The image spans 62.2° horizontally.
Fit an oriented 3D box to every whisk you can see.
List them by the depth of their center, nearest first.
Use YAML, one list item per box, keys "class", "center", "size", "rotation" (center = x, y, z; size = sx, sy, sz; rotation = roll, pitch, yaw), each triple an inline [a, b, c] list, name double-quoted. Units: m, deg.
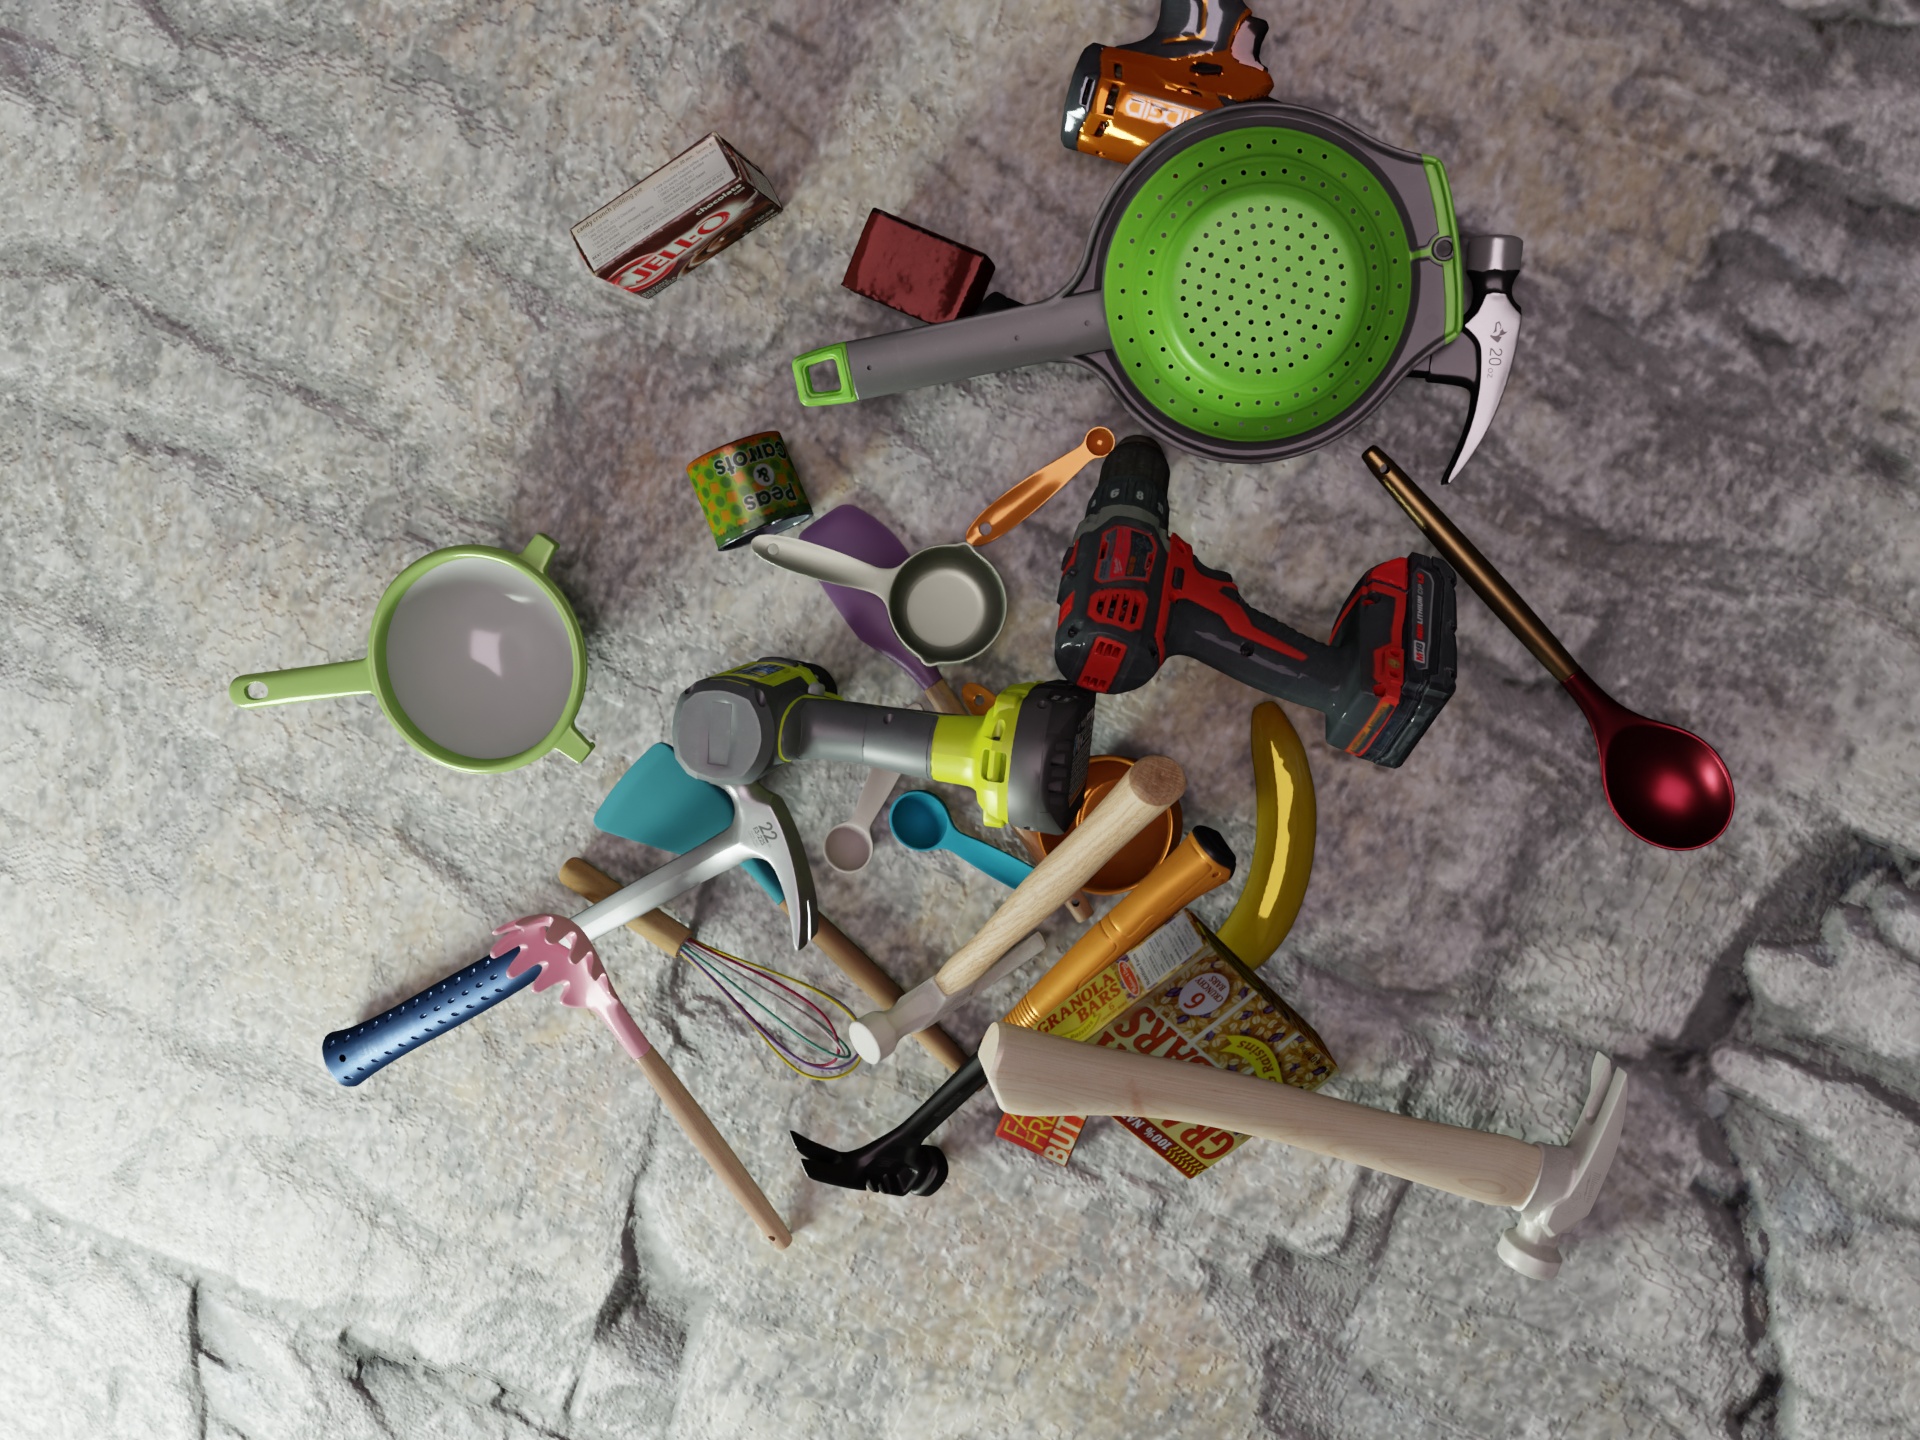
- class: "whisk"
  center: [-0.172, 0.167, 1.082]
  size: [0.245, 0.051, 0.047]
  rotation: [32, 107, 8]

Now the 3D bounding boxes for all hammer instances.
- class: "hammer"
  center: [0.041, 0.109, 0.931]
  size: [0.031, 0.130, 0.331]
  rotation: [54, 144, 13]
- class: "hammer"
  center: [0.209, 0.231, 0.954]
  size: [0.410, 0.038, 0.146]
  rotation: [16, 100, -15]
- class: "hammer"
  center: [0.166, -0.226, 0.977]
  size: [0.335, 0.035, 0.146]
  rotation: [5, 97, 9]
- class: "hammer"
  center: [0.040, 0.184, 0.993]
  size: [0.337, 0.127, 0.034]
  rotation: [-46, 47, 18]
- class: "hammer"
  center: [-0.273, 0.157, 1.071]
  size: [0.405, 0.035, 0.144]
  rotation: [-29, 93, 20]

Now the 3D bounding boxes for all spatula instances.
- class: "spatula"
  center: [-0.002, -0.003, 1.042]
  size: [0.060, 0.018, 0.316]
  rotation: [-33, 90, 4]
- class: "spatula"
  center: [-0.103, 0.141, 1.065]
  size: [0.317, 0.044, 0.082]
  rotation: [43, 110, 1]

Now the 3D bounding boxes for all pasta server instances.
- class: "pasta server"
  center: [-0.199, 0.243, 1.049]
  size: [0.060, 0.040, 0.316]
  rotation: [-16, 116, 32]

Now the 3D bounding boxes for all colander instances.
- class: "colander"
  center: [0.088, -0.229, 0.908]
  size: [0.397, 0.094, 0.204]
  rotation: [-9, 105, 10]

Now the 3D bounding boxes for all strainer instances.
- class: "strainer"
  center: [-0.362, -0.037, 1.073]
  size: [0.256, 0.069, 0.151]
  rotation: [-7, 98, 11]

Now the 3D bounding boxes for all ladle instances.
- class: "ladle"
  center: [0.349, -0.046, 0.957]
  size: [0.069, 0.031, 0.315]
  rotation: [-42, 95, 12]

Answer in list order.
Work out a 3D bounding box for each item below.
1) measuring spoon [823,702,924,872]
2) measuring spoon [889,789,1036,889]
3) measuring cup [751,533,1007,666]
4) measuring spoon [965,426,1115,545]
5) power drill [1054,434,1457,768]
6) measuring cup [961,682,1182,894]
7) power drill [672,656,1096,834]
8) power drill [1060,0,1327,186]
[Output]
- class: "measuring spoon"
  center: [-0.054, 0.044, 1.062]
  size: [0.034, 0.018, 0.124]
  rotation: [27, 94, 7]
- class: "measuring spoon"
  center: [0.013, 0.084, 1.047]
  size: [0.128, 0.021, 0.042]
  rotation: [28, 112, 6]
- class: "measuring cup"
  center: [-0.052, -0.086, 1.016]
  size: [0.167, 0.038, 0.083]
  rotation: [18, 85, -2]
- class: "measuring spoon"
  center: [0.051, -0.149, 1.021]
  size: [0.117, 0.011, 0.021]
  rotation: [-36, 90, 16]
- class: "power drill"
  center: [0.172, -0.078, 0.947]
  size: [0.226, 0.188, 0.080]
  rotation: [15, 141, -2]
- class: "measuring cup"
  center: [0.069, 0.037, 1.023]
  size: [0.174, 0.052, 0.095]
  rotation: [45, 104, 17]
- class: "power drill"
  center: [-0.038, 0.004, 0.958]
  size: [0.228, 0.190, 0.080]
  rotation: [8, 100, 10]
- class: "power drill"
  center: [0.167, -0.429, 0.930]
  size: [0.164, 0.084, 0.226]
  rotation: [18, 104, 6]
